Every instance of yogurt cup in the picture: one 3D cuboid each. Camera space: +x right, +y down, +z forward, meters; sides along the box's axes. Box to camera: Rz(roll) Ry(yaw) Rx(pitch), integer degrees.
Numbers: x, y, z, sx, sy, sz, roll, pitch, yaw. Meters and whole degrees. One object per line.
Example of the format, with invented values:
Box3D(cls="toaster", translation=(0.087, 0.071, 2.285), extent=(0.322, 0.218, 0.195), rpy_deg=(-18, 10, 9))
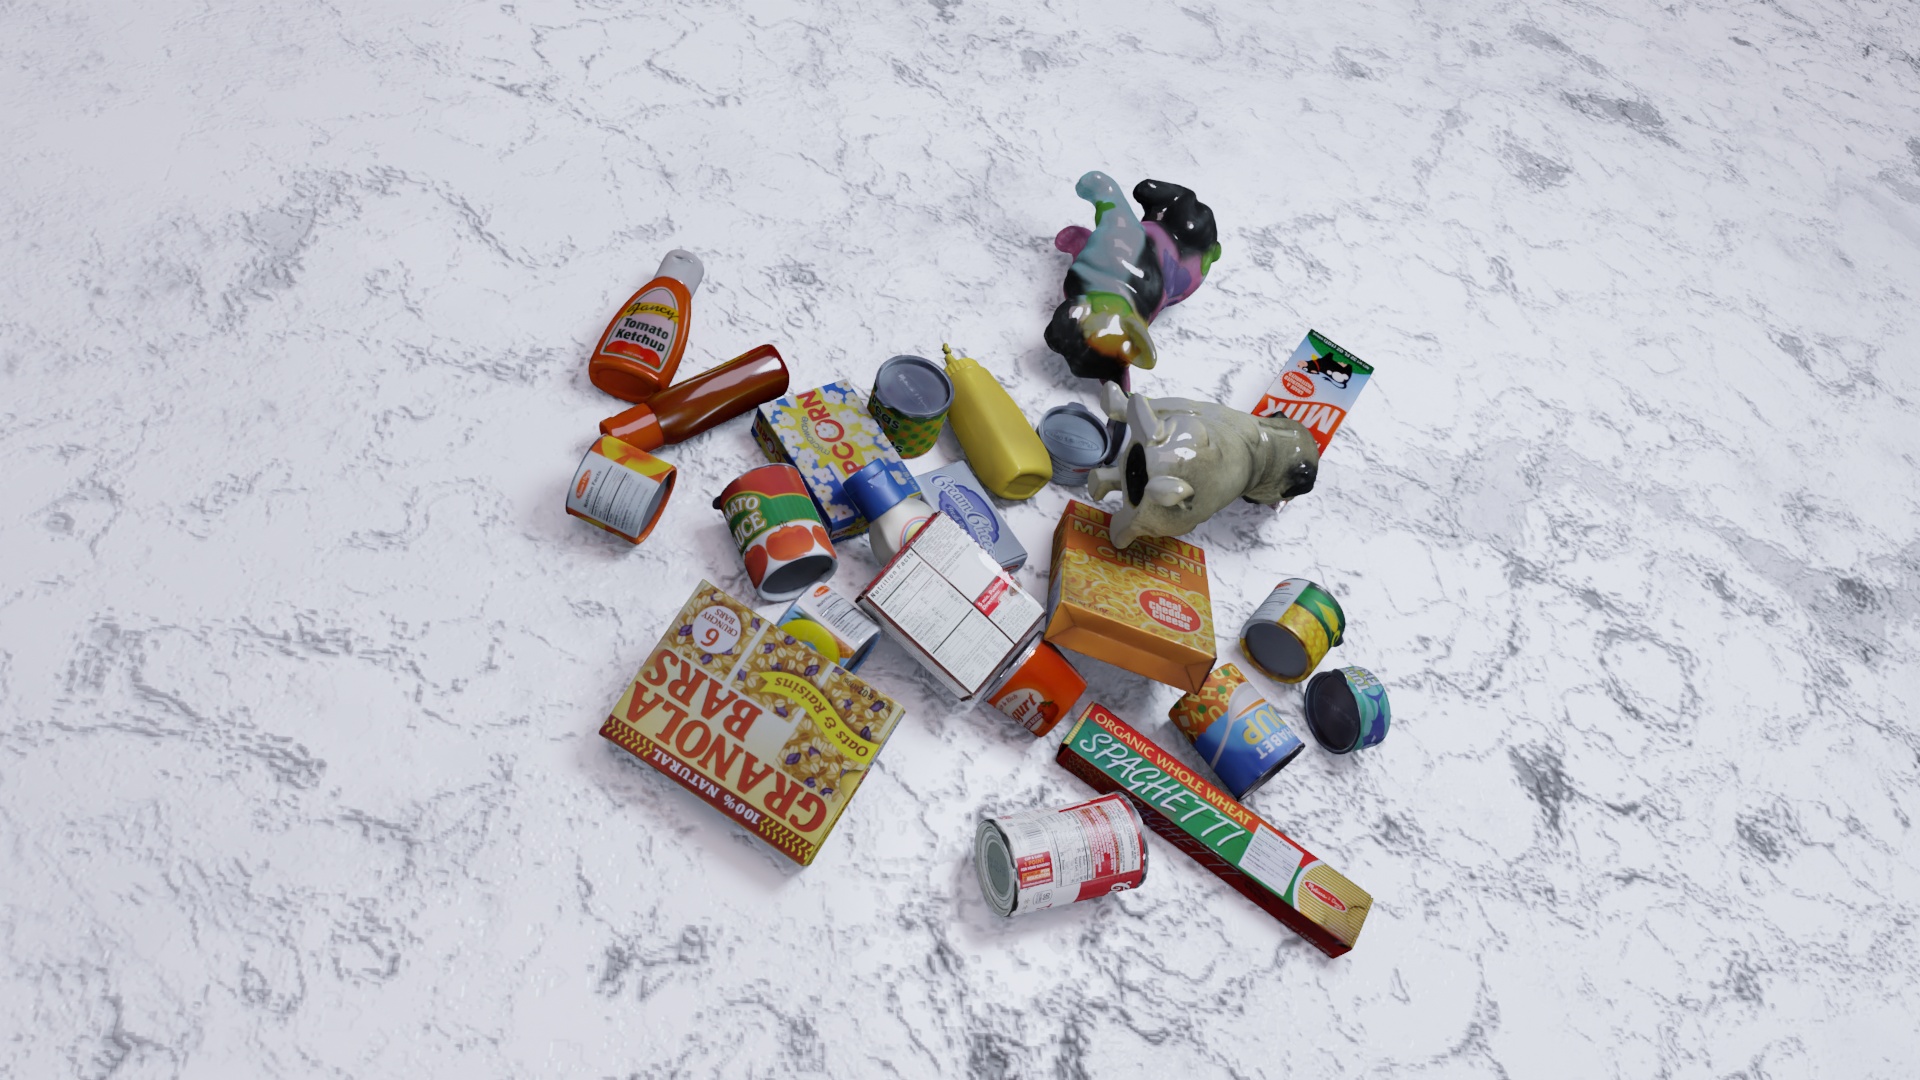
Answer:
Box3D(cls="yogurt cup", translation=(0.057, 0.109, 1.029), extent=(0.054, 0.072, 0.073), rpy_deg=(41, 53, 2))

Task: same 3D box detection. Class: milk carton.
Box3D(cls="milk carton", translation=(0.296, -0.101, 1.253), extent=(0.072, 0.073, 0.191), rpy_deg=(35, 53, 8))

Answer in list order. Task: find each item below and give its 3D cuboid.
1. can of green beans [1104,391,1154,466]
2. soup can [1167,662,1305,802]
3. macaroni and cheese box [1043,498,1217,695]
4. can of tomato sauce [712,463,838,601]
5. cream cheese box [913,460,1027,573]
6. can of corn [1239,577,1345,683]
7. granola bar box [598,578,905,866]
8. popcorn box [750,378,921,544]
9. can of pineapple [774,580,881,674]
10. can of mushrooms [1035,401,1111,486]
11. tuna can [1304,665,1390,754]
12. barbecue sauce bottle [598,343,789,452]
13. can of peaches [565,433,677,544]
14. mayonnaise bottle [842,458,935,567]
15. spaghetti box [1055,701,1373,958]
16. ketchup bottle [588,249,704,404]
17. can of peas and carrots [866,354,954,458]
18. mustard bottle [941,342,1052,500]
Box3D(cls="can of green beans", translation=(0.161, -0.091, 1.205), extent=(0.058, 0.071, 0.071), rpy_deg=(13, 53, -10))
Box3D(cls="soup can", translation=(0.210, 0.142, 1.050), extent=(0.071, 0.071, 0.084), rpy_deg=(-26, 67, -32))
Box3D(cls="macaroni and cheese box", translation=(0.130, 0.040, 1.079), extent=(0.124, 0.040, 0.167), rpy_deg=(21, 28, -5))
Box3D(cls="can of tomato sauce", translation=(-0.138, -0.005, 1.042), extent=(0.071, 0.070, 0.083), rpy_deg=(-14, 62, -26))
Box3D(cls="cream cheese box", translation=(0.004, -0.014, 1.123), extent=(0.053, 0.024, 0.104), rpy_deg=(-20, 64, -30))
Box3D(cls="can of corn", translation=(0.270, 0.075, 1.123), extent=(0.071, 0.070, 0.058), rpy_deg=(40, 54, 12))
Box3D(cls="granola bar box", translation=(-0.139, 0.122, 0.936), extent=(0.165, 0.039, 0.124), rpy_deg=(32, 80, 5))
Box3D(cls="popcorn box", translation=(-0.100, -0.064, 1.115), extent=(0.085, 0.038, 0.127), rpy_deg=(-21, 65, -29))
Box3D(cls="can of pineapple", translation=(-0.099, 0.073, 1.001), extent=(0.058, 0.070, 0.071), rpy_deg=(37, 53, 9))
Box3D(cls="can of mushrooms", translation=(0.094, -0.083, 1.198), extent=(0.071, 0.033, 0.071), rpy_deg=(9, 54, -12))
Box3D(cls="tuna can", translation=(0.304, 0.130, 1.091), extent=(0.033, 0.070, 0.071), rpy_deg=(-8, 58, -25))
Box3D(cls="barbecue sauce bottle", translation=(-0.210, -0.107, 1.097), extent=(0.149, 0.064, 0.043), rpy_deg=(-28, 90, -23))
Box3D(cls="can of peaches", translation=(-0.250, -0.038, 1.030), extent=(0.058, 0.071, 0.071), rpy_deg=(25, 52, 0))
Box3D(cls="mayonnaise bottle", translation=(-0.033, 0.007, 1.057), extent=(0.065, 0.041, 0.148), rpy_deg=(-37, 92, -30))
Box3D(cls="spaghetti box", translation=(0.184, 0.210, 1.019), extent=(0.250, 0.028, 0.050), rpy_deg=(35, 52, 8))
Box3D(cls="ketchup bottle", translation=(-0.251, -0.179, 1.145), extent=(0.065, 0.043, 0.149), rpy_deg=(18, 51, -4))
Box3D(cls="can of peas and carrots", translation=(-0.046, -0.110, 1.154), extent=(0.071, 0.058, 0.071), rpy_deg=(9, 54, -12))
Box3D(cls="mustard bottle", translation=(0.019, -0.106, 1.176), extent=(0.065, 0.048, 0.161), rpy_deg=(9, 44, -48))
